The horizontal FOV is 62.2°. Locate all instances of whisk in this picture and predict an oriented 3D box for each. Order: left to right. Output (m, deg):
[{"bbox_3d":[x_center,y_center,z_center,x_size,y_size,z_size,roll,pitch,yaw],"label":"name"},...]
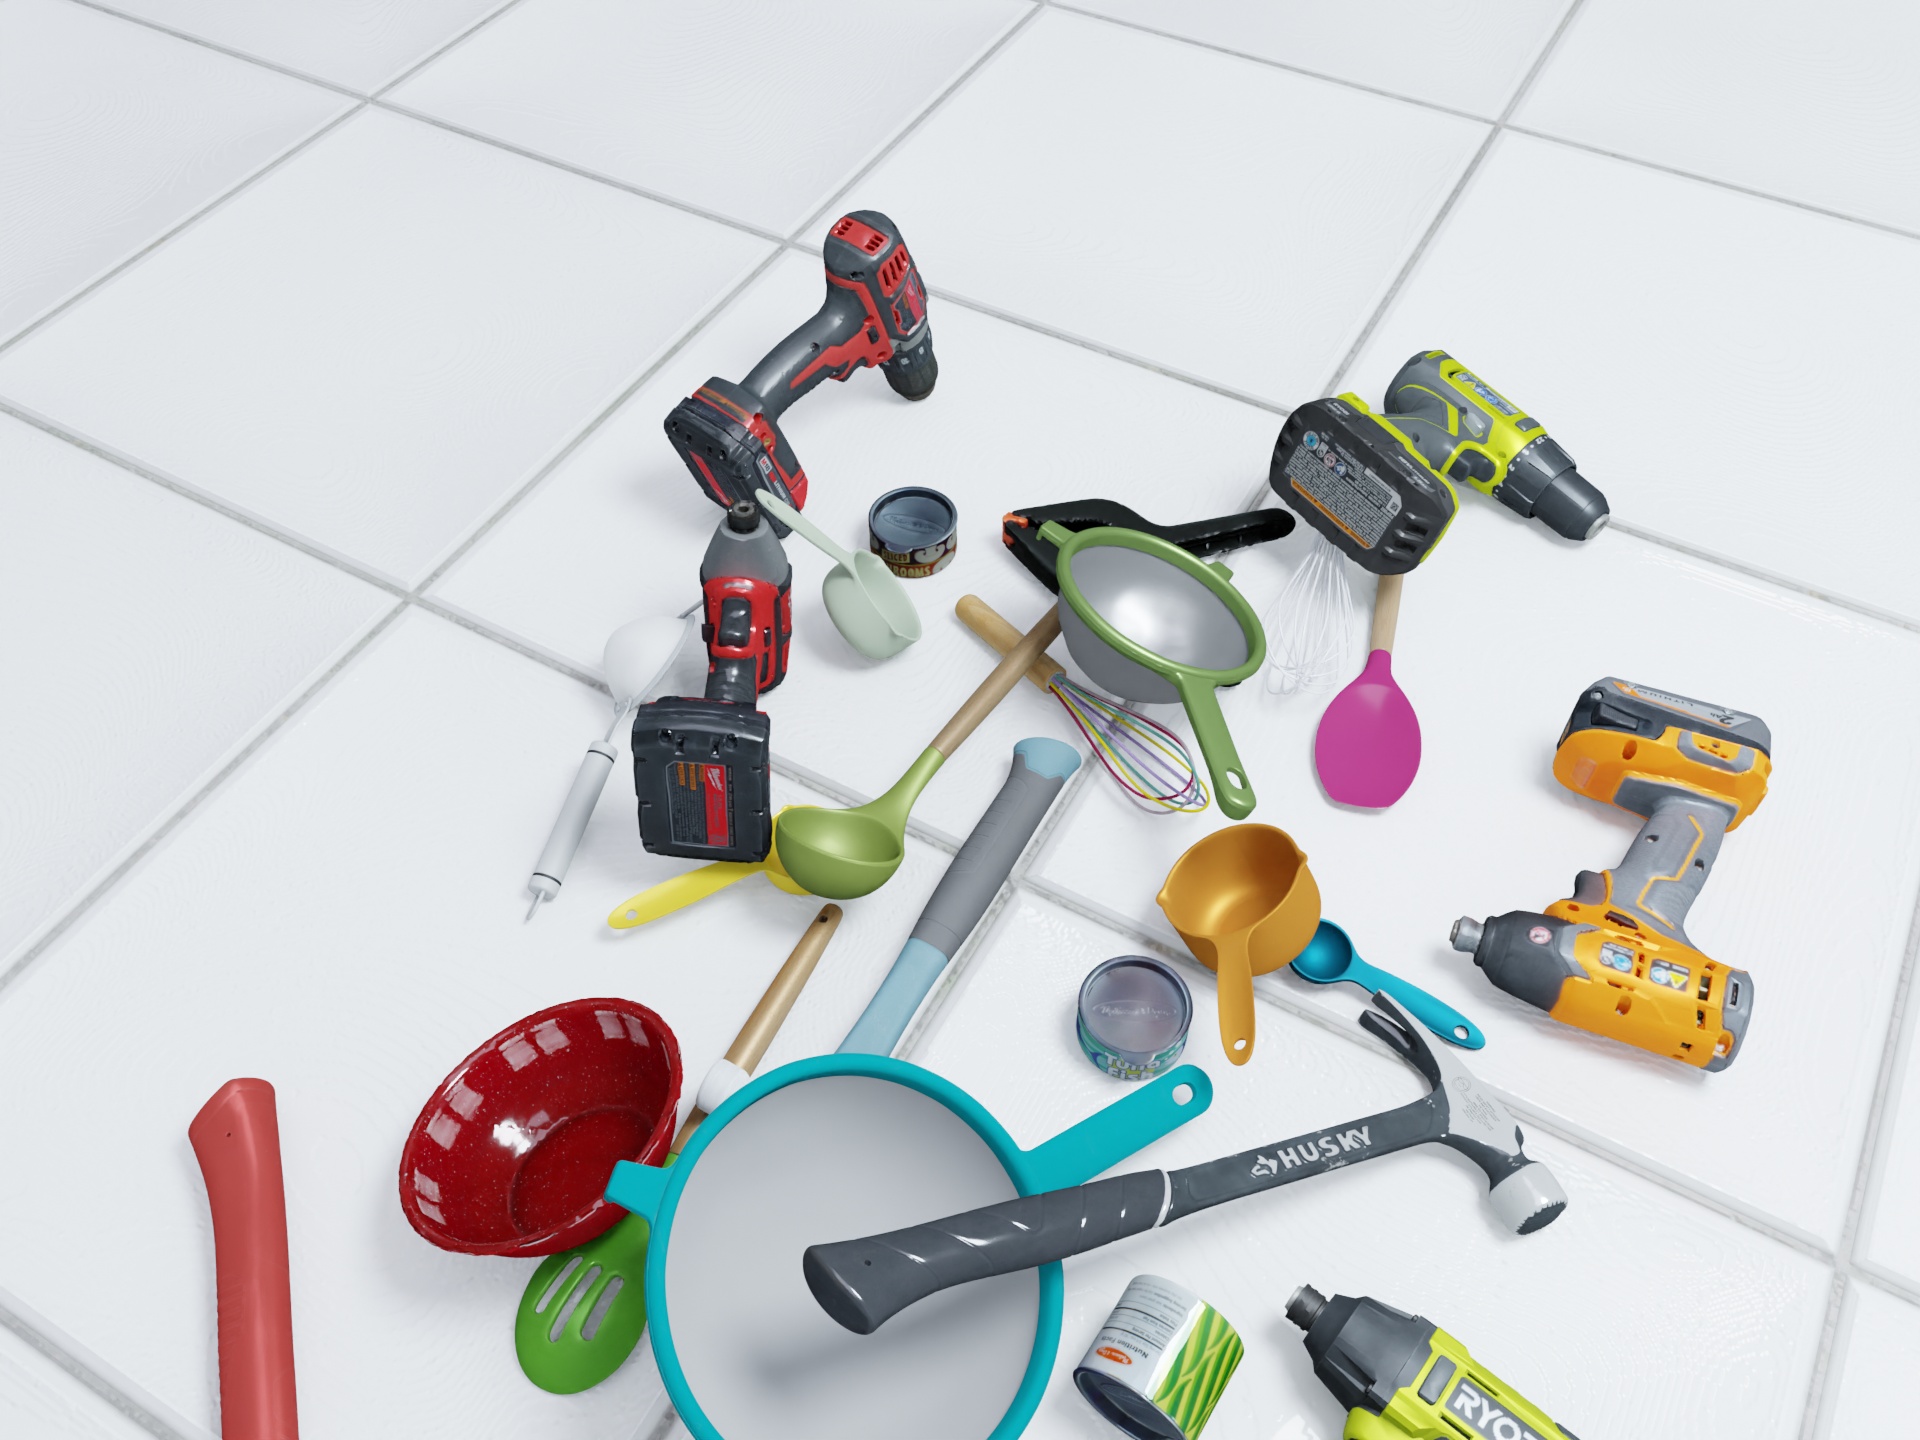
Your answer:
[{"bbox_3d":[0.076,-0.015,1.071,0.047,0.051,0.245,-36,56,-18],"label":"whisk"},{"bbox_3d":[0.264,-0.120,1.146,0.070,0.070,0.285,14,48,11],"label":"whisk"}]

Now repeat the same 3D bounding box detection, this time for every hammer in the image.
[{"bbox_3d":[-0.339,0.340,0.791,0.149,0.036,0.359,-14,53,-11],"label":"hammer"},{"bbox_3d":[-0.014,0.127,0.952,0.128,0.033,0.331,28,53,9],"label":"hammer"},{"bbox_3d":[0.115,0.232,0.806,0.408,0.036,0.149,-6,46,-26],"label":"hammer"}]

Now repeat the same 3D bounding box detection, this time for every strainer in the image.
[{"bbox_3d":[-0.232,0.013,1.039,0.050,0.087,0.259,32,58,-25],"label":"strainer"},{"bbox_3d":[-0.012,0.261,0.820,0.340,0.095,0.211,-19,75,-34],"label":"strainer"},{"bbox_3d":[0.130,-0.020,1.014,0.151,0.069,0.257,10,41,-23],"label":"strainer"}]

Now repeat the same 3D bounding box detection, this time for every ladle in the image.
[{"bbox_3d":[-0.002,-0.003,1.014,0.078,0.062,0.320,25,54,25],"label":"ladle"}]

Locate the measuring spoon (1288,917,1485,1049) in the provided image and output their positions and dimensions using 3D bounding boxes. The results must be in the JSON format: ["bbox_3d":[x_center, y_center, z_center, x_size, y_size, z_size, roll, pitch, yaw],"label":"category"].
[{"bbox_3d":[0.250,0.162,0.946,0.129,0.021,0.042,30,59,11],"label":"measuring spoon"}]

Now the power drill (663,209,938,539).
[{"bbox_3d":[-0.102,-0.248,1.200,0.080,0.187,0.227,33,77,24],"label":"power drill"}]

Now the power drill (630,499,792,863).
[{"bbox_3d":[-0.146,-0.029,1.002,0.078,0.143,0.220,5,43,-1],"label":"power drill"}]

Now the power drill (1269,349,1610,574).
[{"bbox_3d":[0.351,-0.181,1.152,0.228,0.080,0.191,-22,59,-39],"label":"power drill"}]

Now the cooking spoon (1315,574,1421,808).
[{"bbox_3d":[0.299,-0.064,1.123,0.069,0.017,0.319,9,52,14],"label":"cooking spoon"}]

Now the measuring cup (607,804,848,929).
[{"bbox_3d":[-0.142,0.101,0.989,0.156,0.029,0.062,-22,54,-13],"label":"measuring cup"}]

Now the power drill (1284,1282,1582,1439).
[{"bbox_3d":[0.180,0.383,0.730,0.171,0.080,0.223,34,55,24],"label":"power drill"}]

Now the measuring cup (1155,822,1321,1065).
[{"bbox_3d":[0.166,0.138,0.915,0.095,0.052,0.174,-19,37,23],"label":"measuring cup"}]

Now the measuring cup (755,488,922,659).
[{"bbox_3d":[-0.091,-0.099,1.074,0.038,0.167,0.083,-35,43,20],"label":"measuring cup"}]

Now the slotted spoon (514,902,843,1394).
[{"bbox_3d":[-0.146,0.223,0.891,0.070,0.031,0.314,18,52,19],"label":"slotted spoon"}]

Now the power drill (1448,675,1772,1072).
[{"bbox_3d":[0.397,0.086,0.964,0.164,0.084,0.227,17,57,14],"label":"power drill"}]
